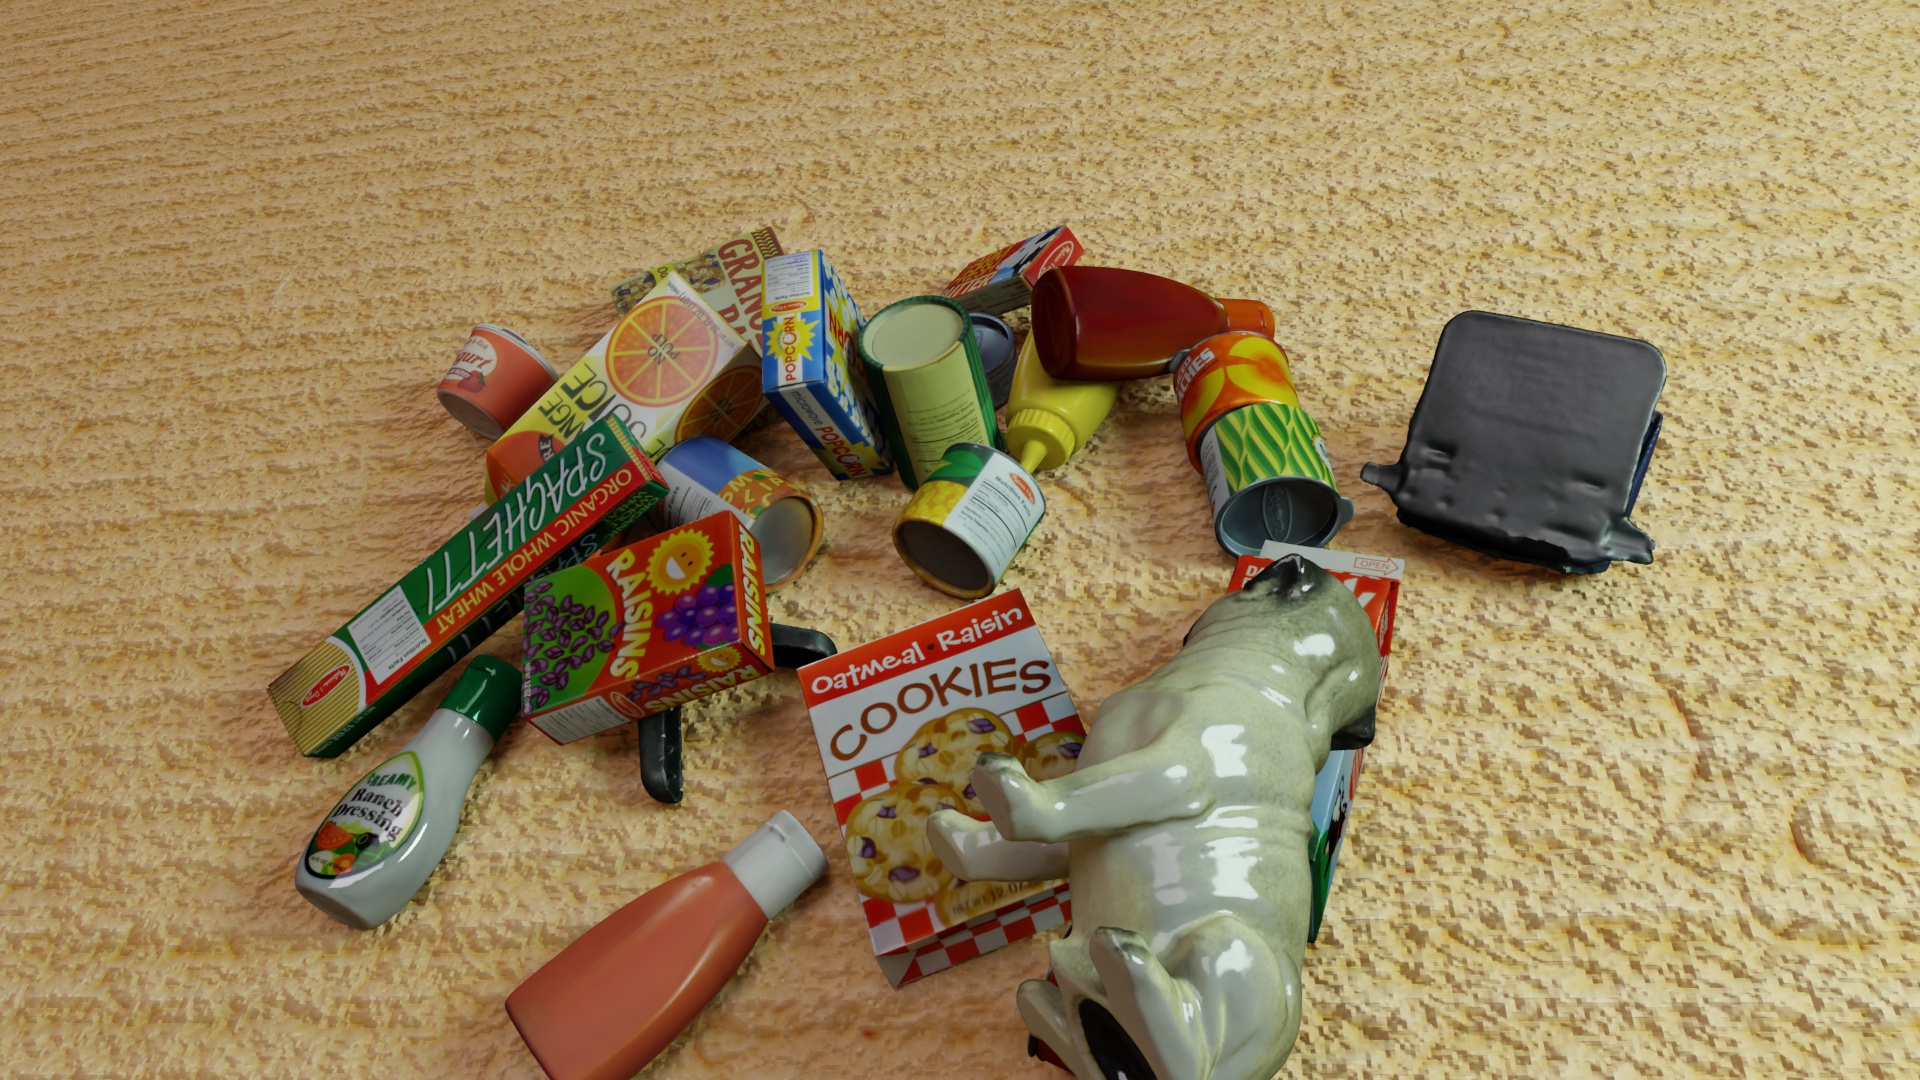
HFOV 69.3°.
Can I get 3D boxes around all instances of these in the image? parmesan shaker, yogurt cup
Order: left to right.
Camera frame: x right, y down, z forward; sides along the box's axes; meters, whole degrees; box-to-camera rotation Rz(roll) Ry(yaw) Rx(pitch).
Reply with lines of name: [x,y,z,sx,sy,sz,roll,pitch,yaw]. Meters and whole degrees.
yogurt cup: [-0.312,-0.103,0.932,0.072,0.072,0.054,17,63,28]
parmesan shaker: [-0.013,-0.083,0.804,0.071,0.102,0.072,-8,47,8]

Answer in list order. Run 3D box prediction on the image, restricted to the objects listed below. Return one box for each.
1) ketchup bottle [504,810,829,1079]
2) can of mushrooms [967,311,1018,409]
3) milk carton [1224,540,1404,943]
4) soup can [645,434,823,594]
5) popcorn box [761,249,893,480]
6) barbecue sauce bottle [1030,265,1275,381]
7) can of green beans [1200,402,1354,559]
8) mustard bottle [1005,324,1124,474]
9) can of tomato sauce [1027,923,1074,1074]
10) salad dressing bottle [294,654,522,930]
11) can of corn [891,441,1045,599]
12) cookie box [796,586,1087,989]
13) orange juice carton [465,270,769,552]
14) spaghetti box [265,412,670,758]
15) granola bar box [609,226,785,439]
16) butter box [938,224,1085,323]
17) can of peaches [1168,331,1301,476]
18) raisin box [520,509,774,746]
ketchup bottle: [-0.128,0.183,0.630,0.149,0.043,0.065,-38,51,-19]
can of mushrooms: [0.002,-0.111,0.873,0.071,0.033,0.071,-8,48,9]
milk carton: [0.149,0.074,0.635,0.072,0.073,0.191,10,51,23]
soup can: [-0.128,-0.016,0.800,0.084,0.071,0.071,29,61,34]
popcorn box: [-0.076,-0.098,0.805,0.038,0.126,0.085,-10,67,12]
barbecue sauce bottle: [0.115,-0.124,0.806,0.149,0.043,0.065,-3,77,-28]
can of green beans: [0.163,-0.030,0.733,0.071,0.071,0.058,-9,46,8]
mustard bottle: [0.060,-0.090,0.827,0.065,0.048,0.161,13,53,18]
can of tomato sauce: [0.079,0.191,0.549,0.083,0.070,0.071,16,54,27]
salad dressing bottle: [-0.280,0.127,0.723,0.064,0.043,0.148,9,51,24]
can of corn: [0.003,-0.010,0.759,0.071,0.070,0.058,17,55,28]
cookie box: [0.000,0.112,0.665,0.123,0.040,0.168,-20,47,-3]
orange juice carton: [-0.204,-0.059,0.822,0.193,0.073,0.072,-45,72,-3]
spaghetti box: [-0.270,0.027,0.763,0.250,0.028,0.050,-38,72,4]
granola bar box: [-0.160,-0.138,0.938,0.124,0.039,0.166,-23,47,-6]
butter box: [0.028,-0.167,0.891,0.103,0.024,0.053,-7,38,55]
can of peaches: [0.153,-0.073,0.774,0.071,0.071,0.058,-9,47,7]
raisin box: [-0.162,0.045,0.719,0.123,0.040,0.086,-20,52,10]
